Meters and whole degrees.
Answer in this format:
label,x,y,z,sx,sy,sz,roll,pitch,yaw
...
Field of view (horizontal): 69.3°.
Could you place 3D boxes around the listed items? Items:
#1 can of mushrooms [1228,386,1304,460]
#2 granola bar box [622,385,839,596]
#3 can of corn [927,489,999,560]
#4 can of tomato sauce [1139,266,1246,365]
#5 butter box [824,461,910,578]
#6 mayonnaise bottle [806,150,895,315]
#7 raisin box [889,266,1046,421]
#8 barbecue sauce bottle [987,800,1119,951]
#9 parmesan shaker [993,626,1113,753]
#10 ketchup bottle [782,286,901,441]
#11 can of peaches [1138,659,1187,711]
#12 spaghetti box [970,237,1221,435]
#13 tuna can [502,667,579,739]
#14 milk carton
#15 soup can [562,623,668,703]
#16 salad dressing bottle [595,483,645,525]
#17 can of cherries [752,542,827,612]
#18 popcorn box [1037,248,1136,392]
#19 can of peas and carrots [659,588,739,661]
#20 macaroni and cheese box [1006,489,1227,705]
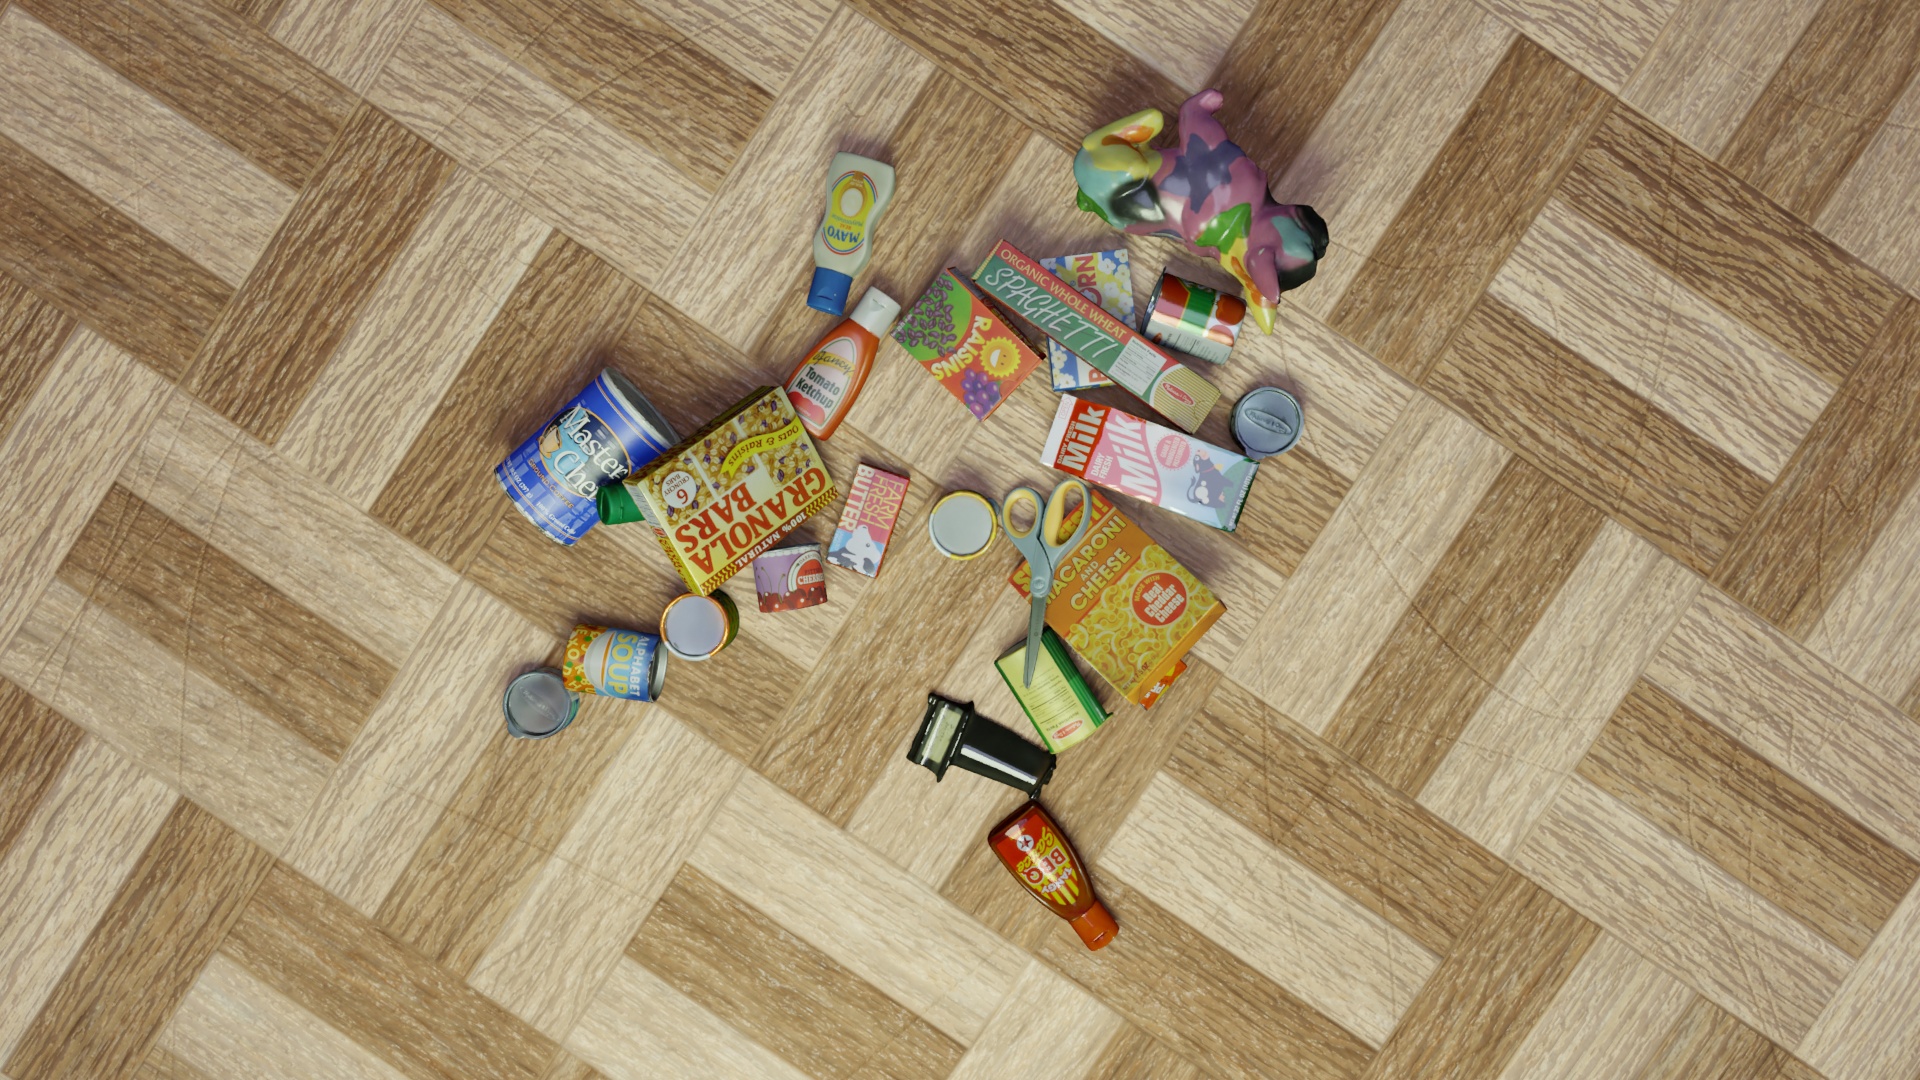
label,x,y,z,sx,sy,sz,roll,pitch,yaw
can of mushrooms,0.289,-0.110,1.321,0.071,0.033,0.071,0,92,0
granola bar box,-0.207,-0.047,1.269,0.166,0.039,0.123,-39,116,-27
can of corn,0.005,-0.016,1.315,0.071,0.058,0.071,0,92,1
can of tomato sauce,0.218,-0.210,1.303,0.083,0.071,0.071,19,92,-1
butter box,-0.088,-0.020,1.333,0.053,0.024,0.103,19,92,1
mayonnaise bottle,-0.109,-0.289,1.316,0.065,0.041,0.148,16,91,0
raisin box,0.008,-0.185,1.308,0.123,0.040,0.086,44,108,-1
barbecue sauce bottle,0.093,0.325,1.332,0.065,0.043,0.148,-38,91,1
parmesan shaker,0.088,0.139,1.315,0.071,0.071,0.103,-32,91,2
ketchup bottle,-0.112,-0.171,1.319,0.065,0.043,0.149,35,91,5
can of peaches,0.172,0.118,1.311,0.071,0.071,0.058,43,91,-1
spaghetti box,0.125,-0.188,1.283,0.250,0.029,0.050,35,92,-1
tuna can,-0.405,0.158,1.338,0.071,0.033,0.071,0,92,1
milk carton,0.175,-0.073,1.304,0.191,0.073,0.072,20,93,0
soup can,-0.327,0.116,1.316,0.084,0.071,0.071,8,92,1
salad dressing bottle,-0.261,-0.041,1.286,0.148,0.044,0.064,-9,122,-36
can of cherries,-0.160,0.035,1.313,0.071,0.071,0.058,-8,92,1
popcorn box,0.122,-0.208,1.317,0.085,0.038,0.126,-7,92,2
can of peas and carrots,-0.247,0.076,1.320,0.071,0.059,0.071,0,92,0
macaroni and cheese box,0.143,0.051,1.288,0.123,0.040,0.167,-46,61,1
